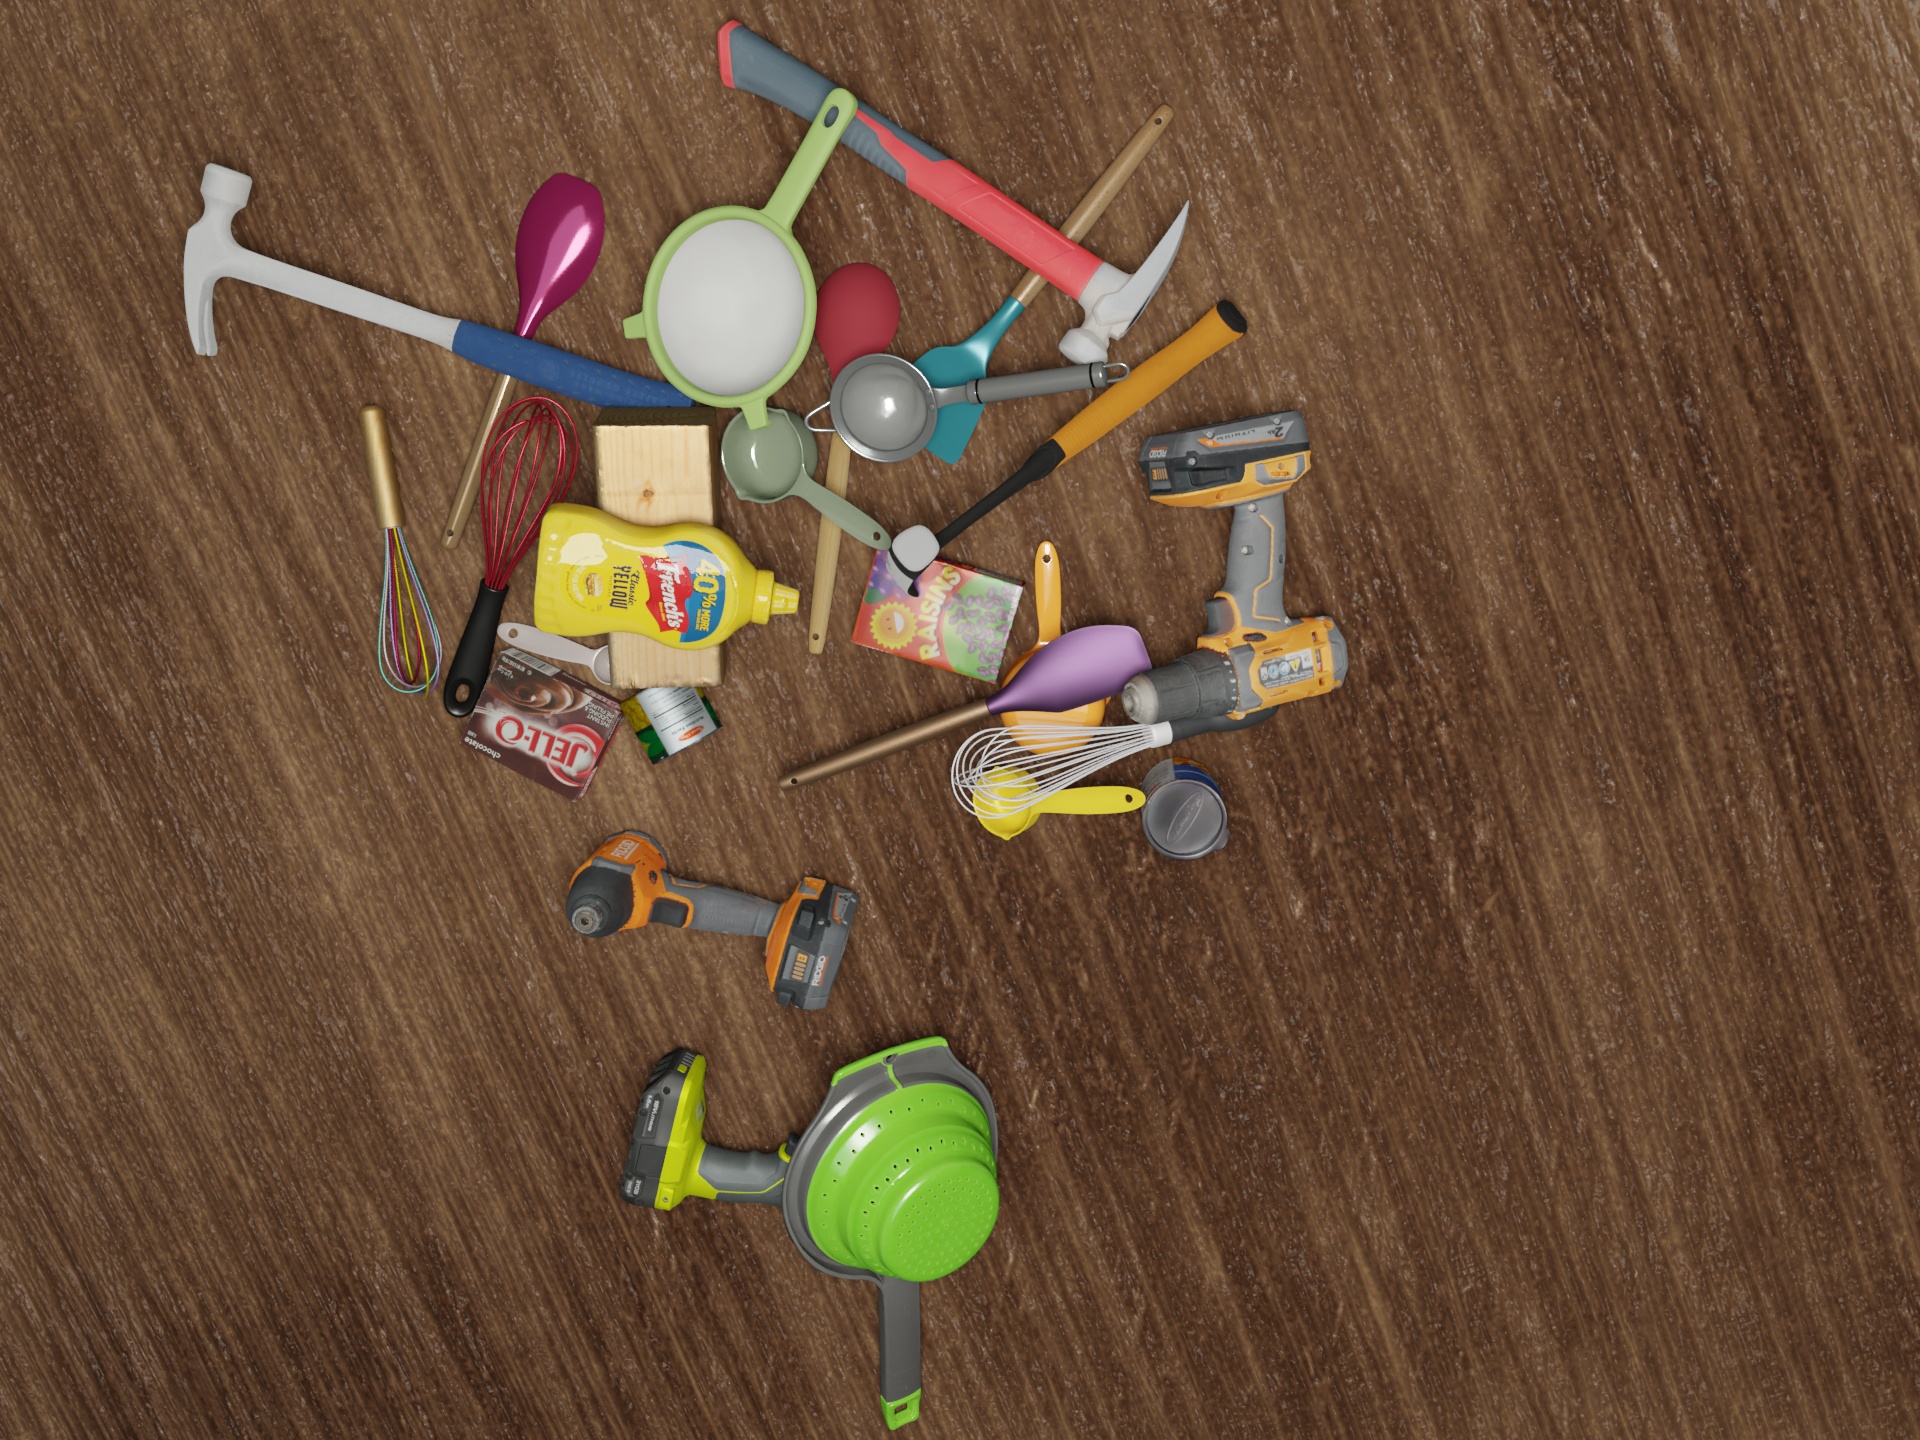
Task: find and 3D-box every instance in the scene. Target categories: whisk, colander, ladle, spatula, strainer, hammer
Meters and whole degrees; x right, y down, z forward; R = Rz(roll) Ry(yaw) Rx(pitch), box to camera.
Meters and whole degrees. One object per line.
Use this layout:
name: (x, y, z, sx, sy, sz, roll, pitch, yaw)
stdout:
whisk: (0.126, 0.018, 1.251, 0.284, 0.070, 0.070, -13, 100, -17)
colander: (-0.035, 0.463, 1.334, 0.204, 0.095, 0.396, -13, 116, -28)
ladle: (-0.099, -0.208, 1.283, 0.069, 0.031, 0.315, 10, 103, 6)
spatula: (0.060, -0.348, 1.244, 0.082, 0.044, 0.317, 39, 97, -1)
strainer: (-0.141, -0.361, 1.227, 0.151, 0.069, 0.256, 37, 107, 14)
spatula: (-0.002, -0.004, 1.266, 0.316, 0.018, 0.059, -21, 99, 11)
hammer: (-0.411, -0.303, 1.262, 0.405, 0.035, 0.144, 18, 101, -6)
whisk: (-0.471, -0.138, 1.323, 0.051, 0.047, 0.245, -9, 96, -5)
hammer: (0.082, -0.211, 1.219, 0.337, 0.127, 0.034, -38, 89, -7)
hammer: (-0.015, -0.429, 1.209, 0.386, 0.038, 0.143, 35, 94, 4)
whisk: (-0.375, -0.128, 1.294, 0.073, 0.073, 0.295, 24, 114, 0)
strainer: (0.005, -0.250, 1.217, 0.258, 0.050, 0.086, -3, 117, 21)

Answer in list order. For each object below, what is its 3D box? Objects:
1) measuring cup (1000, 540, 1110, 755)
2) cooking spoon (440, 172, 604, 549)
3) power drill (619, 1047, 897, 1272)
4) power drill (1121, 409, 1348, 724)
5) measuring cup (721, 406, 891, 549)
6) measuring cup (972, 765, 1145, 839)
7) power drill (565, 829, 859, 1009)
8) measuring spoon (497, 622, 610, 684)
measuring cup: (0.072, -0.055, 1.281, 0.095, 0.052, 0.173, -2, 102, 6)
cooking spoon: (-0.365, -0.287, 1.294, 0.069, 0.017, 0.319, 23, 101, 0)
power drill: (-0.162, 0.363, 1.371, 0.228, 0.080, 0.190, 15, 103, -1)
power drill: (0.196, -0.111, 1.220, 0.185, 0.084, 0.226, -15, 101, -20)
measuring cup: (-0.114, -0.187, 1.263, 0.168, 0.038, 0.083, 37, 114, 11)
measuring cup: (0.083, 0.063, 1.285, 0.156, 0.029, 0.062, -4, 98, 32)
power drill: (-0.206, 0.161, 1.292, 0.226, 0.164, 0.084, 16, 101, 0)
measuring spoon: (-0.332, -0.059, 1.339, 0.124, 0.018, 0.034, 18, 85, 8)
